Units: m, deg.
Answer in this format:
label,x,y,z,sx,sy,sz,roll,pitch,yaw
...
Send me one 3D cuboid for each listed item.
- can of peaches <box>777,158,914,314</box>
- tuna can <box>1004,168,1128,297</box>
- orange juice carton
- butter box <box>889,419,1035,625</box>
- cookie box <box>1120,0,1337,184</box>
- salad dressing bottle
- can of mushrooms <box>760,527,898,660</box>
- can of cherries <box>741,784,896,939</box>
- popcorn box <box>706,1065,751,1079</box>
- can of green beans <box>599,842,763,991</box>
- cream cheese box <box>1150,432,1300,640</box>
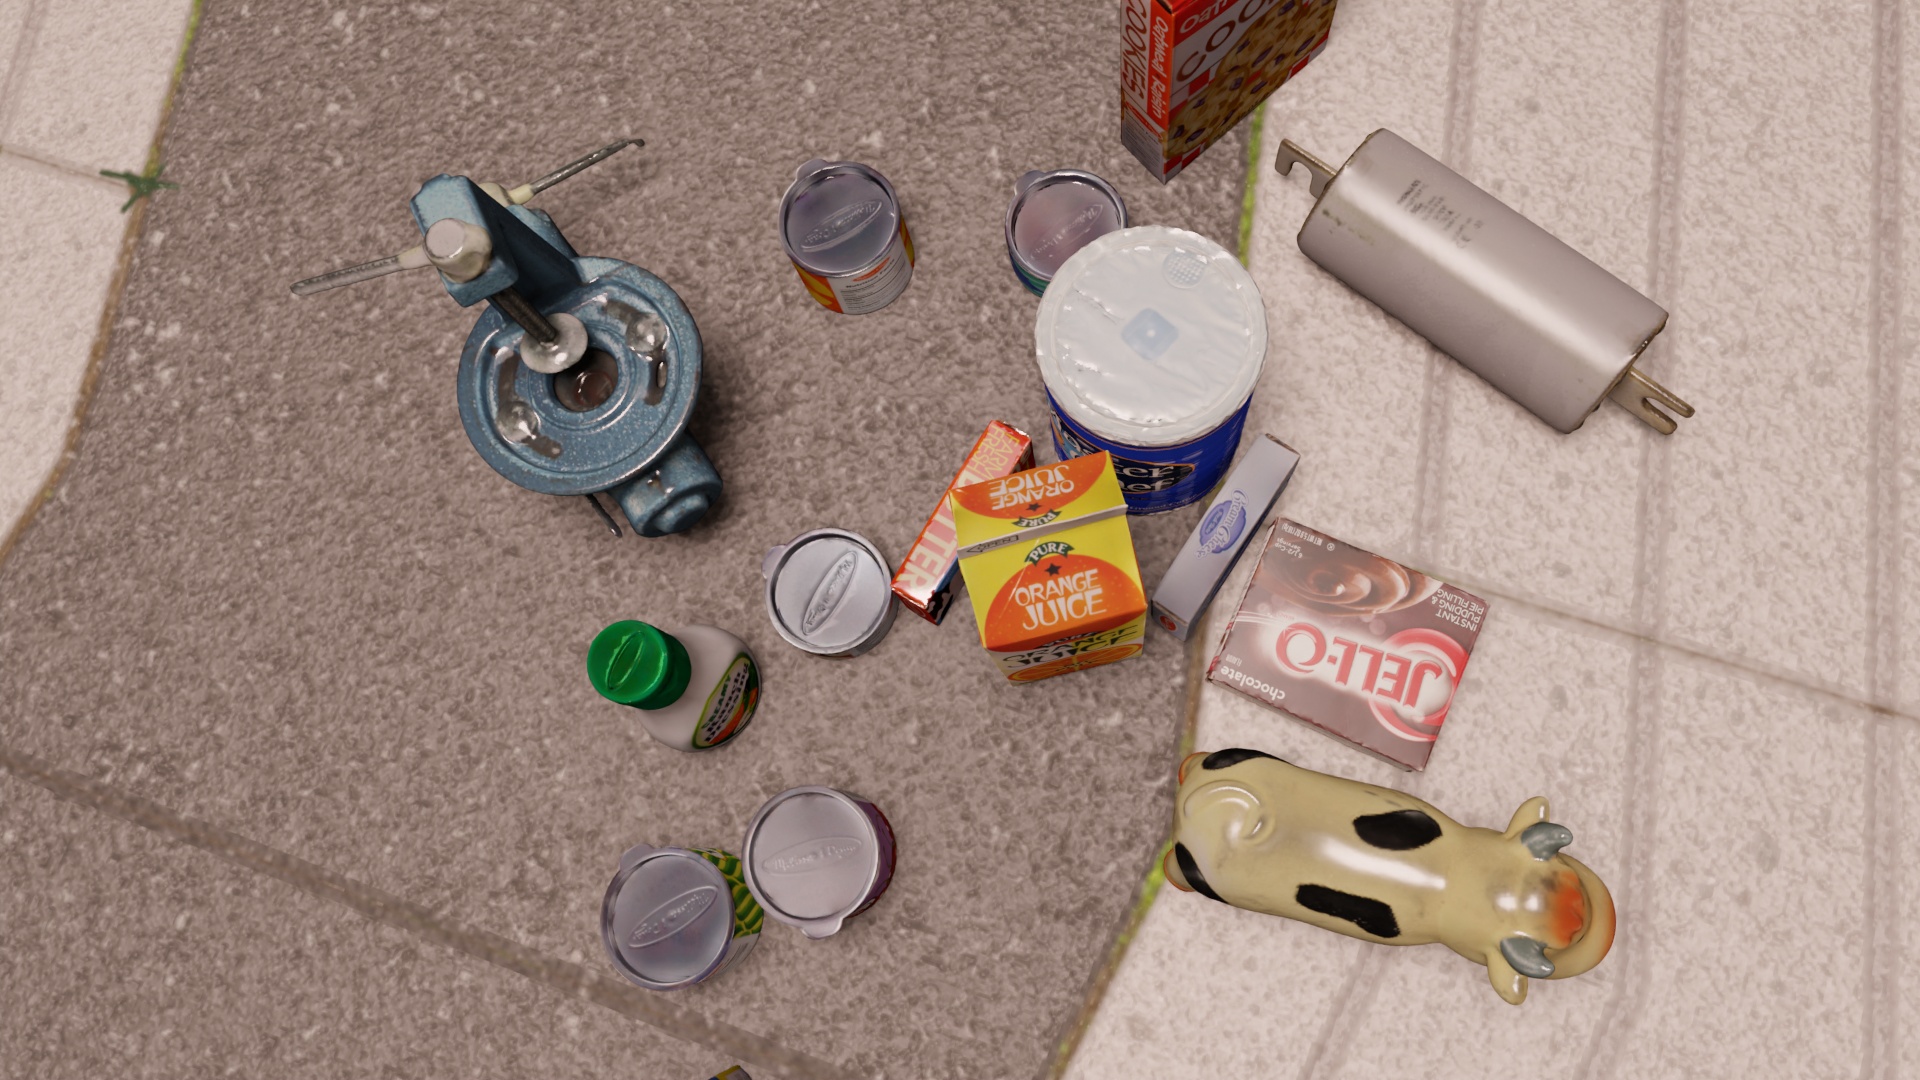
label,x,y,z,sx,sy,sz,roll,pitch,yaw
can of peaches,-0.062,-0.165,0.755,0.071,0.058,0.071,-1,77,6
tuna can,0.056,-0.167,0.755,0.071,0.032,0.071,-1,77,6
orange juice carton,0.042,0.014,0.633,0.072,0.192,0.073,-14,77,3
butter box,0.003,-0.009,0.715,0.024,0.053,0.103,30,82,12
cookie box,0.139,-0.266,0.700,0.123,0.167,0.040,-40,77,-3
salad dressing bottle,-0.135,0.067,0.664,0.044,0.147,0.064,26,82,11
can of mushrooms,-0.068,0.027,0.724,0.071,0.033,0.071,-1,77,6
can of cherries,-0.068,0.157,0.682,0.071,0.058,0.071,-1,77,6
popcorn box,-0.154,0.302,0.644,0.127,0.085,0.038,-38,76,-3
can of green beans,-0.135,0.184,0.683,0.071,0.057,0.071,-1,77,6
cream cheese box,0.132,-0.001,0.699,0.024,0.053,0.104,33,83,12
